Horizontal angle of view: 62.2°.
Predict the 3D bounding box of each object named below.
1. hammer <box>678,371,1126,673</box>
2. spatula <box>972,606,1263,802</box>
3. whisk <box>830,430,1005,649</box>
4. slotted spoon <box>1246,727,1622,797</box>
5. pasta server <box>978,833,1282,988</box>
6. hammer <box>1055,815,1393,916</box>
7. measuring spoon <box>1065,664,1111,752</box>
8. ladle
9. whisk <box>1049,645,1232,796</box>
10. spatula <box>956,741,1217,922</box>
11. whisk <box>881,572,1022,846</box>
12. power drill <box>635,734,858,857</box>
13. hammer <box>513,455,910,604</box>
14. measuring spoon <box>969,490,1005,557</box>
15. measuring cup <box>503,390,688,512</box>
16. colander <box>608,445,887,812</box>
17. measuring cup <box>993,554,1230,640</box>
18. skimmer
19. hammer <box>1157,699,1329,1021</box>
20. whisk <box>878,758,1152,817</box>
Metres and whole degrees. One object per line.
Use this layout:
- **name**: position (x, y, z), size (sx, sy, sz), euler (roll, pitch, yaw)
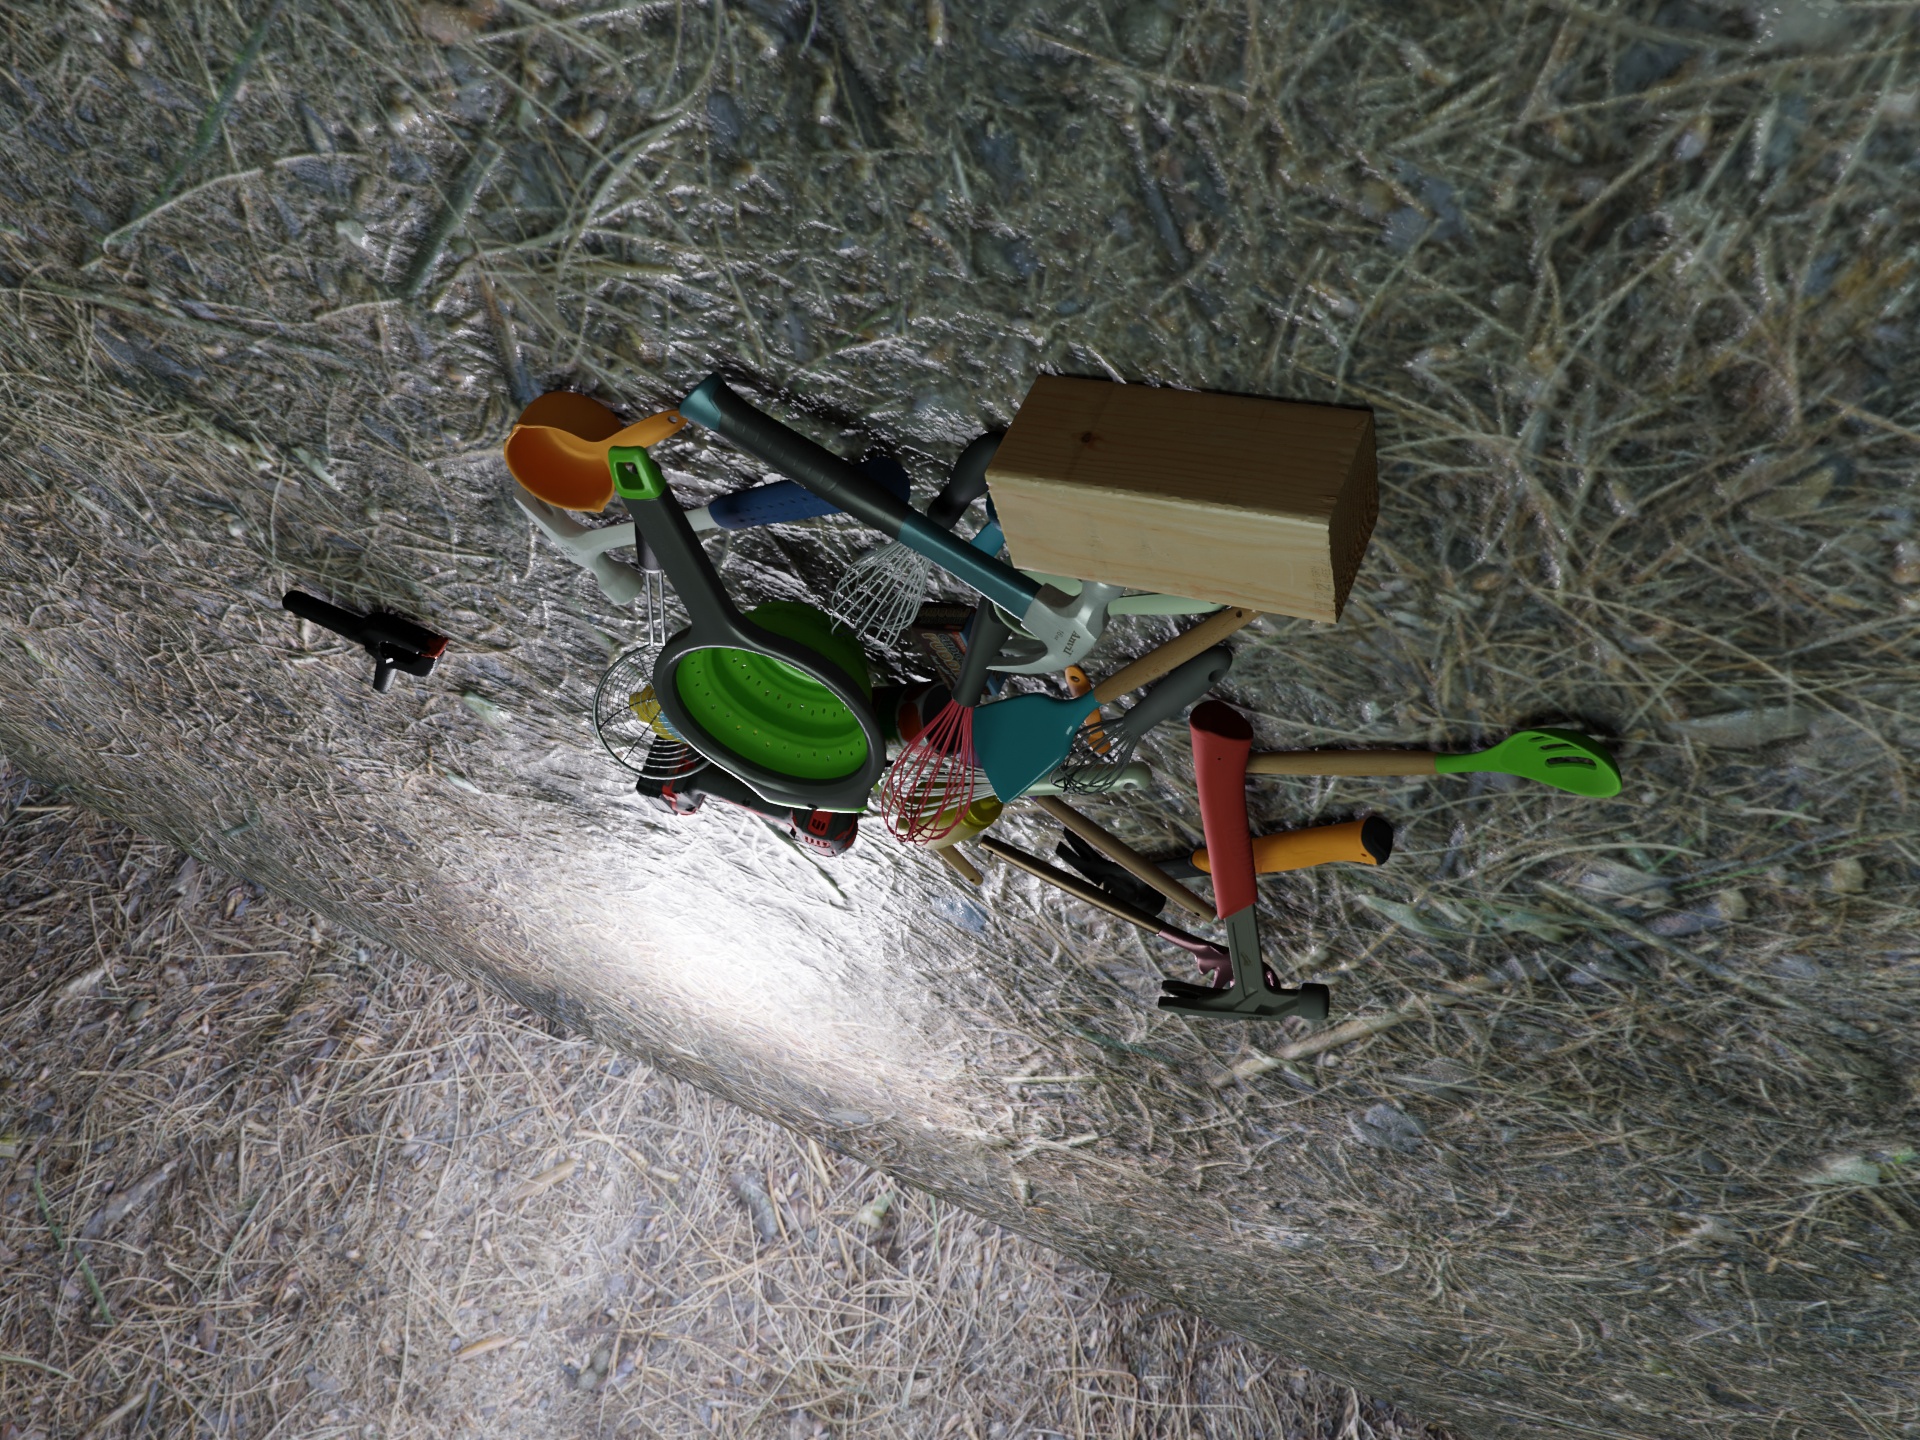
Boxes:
- **hammer**: position (-0.048, -0.140, 1.073), size (0.331, 0.033, 0.128), euler (32, 141, 7)
- **spatula**: position (0.112, -0.024, 1.175), size (0.317, 0.044, 0.082), euler (-33, 77, 54)
- **whisk**: position (-0.030, -0.126, 1.139), size (0.070, 0.070, 0.284), euler (31, 148, -9)
- **slotted spoon**: position (0.318, 0.029, 1.136), size (0.314, 0.031, 0.070), euler (-2, 142, 46)
- **pasta server**: position (0.158, 0.186, 1.468), size (0.316, 0.040, 0.060), euler (26, 142, -2)
- **hammer**: position (0.226, 0.115, 1.361), size (0.127, 0.034, 0.337), euler (38, 151, -23)
- **measuring spoon**: position (0.101, -0.007, 1.279), size (0.021, 0.011, 0.116), euler (12, 150, 26)
- **ladle**: position (-0.064, 0.088, 1.546), size (0.078, 0.062, 0.319), euler (-19, 136, 25)
- **whisk**: position (0.138, 0.002, 1.217), size (0.055, 0.055, 0.239), euler (32, 145, -11)
- **spatula**: position (0.090, 0.079, 1.385), size (0.316, 0.018, 0.059), euler (35, 147, 6)
- **whisk**: position (-0.002, -0.004, 1.240), size (0.073, 0.073, 0.295), euler (24, 129, 4)
- **power drill**: position (-0.209, 0.081, 1.628), size (0.219, 0.078, 0.143), euler (18, 167, 5)
- **hammer**: position (-0.198, -0.162, 1.241), size (0.405, 0.035, 0.143), euler (-3, 141, 44)
- **measuring spoon**: position (0.020, -0.125, 1.129), size (0.042, 0.021, 0.128), euler (30, 152, -7)
- **measuring cup**: position (-0.263, -0.217, 1.193), size (0.173, 0.052, 0.095), euler (-14, 135, 32)
- **colander**: position (-0.165, -0.084, 1.252), size (0.204, 0.095, 0.396), euler (5, 141, 25)
- **measuring cup**: position (0.107, -0.093, 1.107), size (0.167, 0.038, 0.083), euler (0, 142, 12)
- **skimmer**: position (-0.247, -0.072, 1.306), size (0.127, 0.090, 0.363), euler (-5, 152, -11)
- **hammer**: position (0.213, 0.126, 1.292), size (0.149, 0.037, 0.358), euler (1, 134, 19)
- **whisk**: position (0.043, 0.052, 1.355), size (0.246, 0.059, 0.057), euler (-4, 149, 20)
